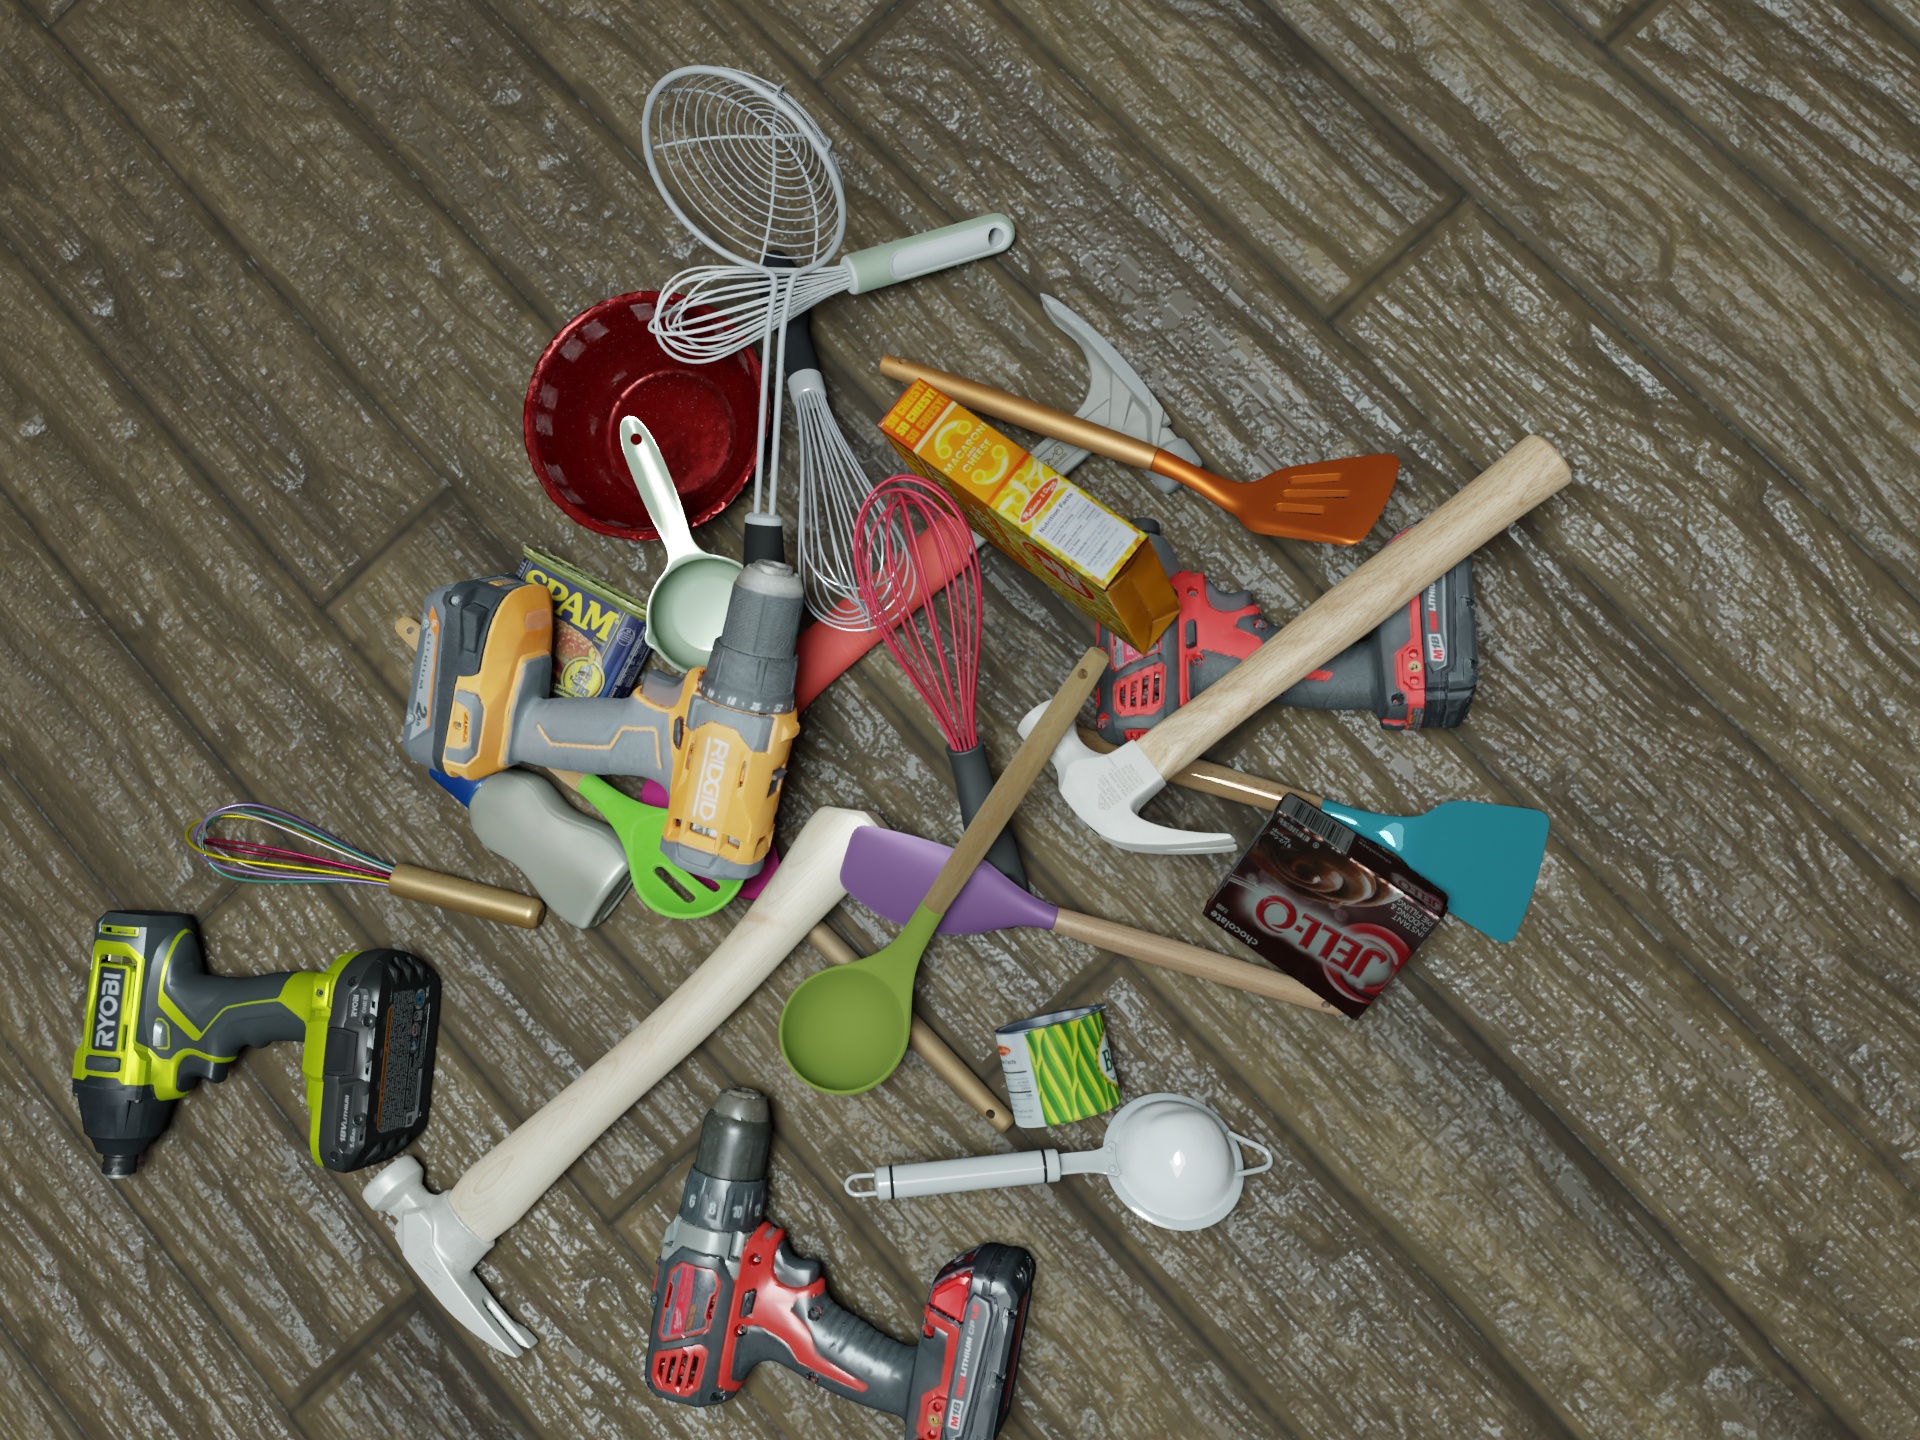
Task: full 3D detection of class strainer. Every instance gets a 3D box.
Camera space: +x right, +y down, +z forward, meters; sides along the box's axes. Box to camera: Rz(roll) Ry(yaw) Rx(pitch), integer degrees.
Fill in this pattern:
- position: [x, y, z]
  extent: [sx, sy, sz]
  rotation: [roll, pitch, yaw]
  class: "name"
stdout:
- position: [0.061, 0.261, 0.933]
  extent: [0.258, 0.050, 0.087]
  rotation: [-5, 51, -5]
  class: "strainer"

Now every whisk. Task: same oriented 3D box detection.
- position: [-0.090, -0.180, 0.991]
  extent: [0.070, 0.070, 0.285]
  rotation: [-19, 67, 6]
  class: "whisk"
- position: [-0.391, 0.101, 1.039]
  extent: [0.245, 0.047, 0.051]
  rotation: [14, 86, 6]
  class: "whisk"
- position: [-0.001, -0.003, 0.933]
  extent: [0.073, 0.073, 0.295]
  rotation: [-12, 113, 7]
  class: "whisk"
- position: [-0.076, -0.275, 0.989]
  extent: [0.246, 0.059, 0.057]
  rotation: [-21, 123, -16]
  class: "whisk"

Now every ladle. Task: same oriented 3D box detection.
- position: [-0.008, 0.090, 0.913]
  extent: [0.078, 0.062, 0.320]
  rotation: [39, 113, 16]
  class: "ladle"

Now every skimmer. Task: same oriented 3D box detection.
- position: [-0.127, -0.173, 0.906]
  extent: [0.127, 0.090, 0.363]
  rotation: [11, 105, 28]
  class: "skimmer"

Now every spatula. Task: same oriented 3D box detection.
- position: [0.194, 0.050, 0.972]
  extent: [0.317, 0.044, 0.082]
  rotation: [17, 89, 14]
  class: "spatula"
- position: [0.081, 0.129, 0.959]
  extent: [0.316, 0.018, 0.059]
  rotation: [16, 109, -1]
  class: "spatula"
- position: [0.096, -0.171, 0.950]
  extent: [0.323, 0.041, 0.081]
  rotation: [22, 55, 15]
  class: "spatula"

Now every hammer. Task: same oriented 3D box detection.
- position: [-0.030, -0.104, 1.007]
  extent: [0.359, 0.036, 0.149]
  rotation: [-40, 81, 3]
  class: "hammer"
- position: [-0.188, 0.213, 0.993]
  extent: [0.410, 0.038, 0.146]
  rotation: [-44, 81, 6]
  class: "hammer"
- position: [0.199, -0.044, 0.888]
  extent: [0.331, 0.031, 0.130]
  rotation: [-37, 68, 3]
  class: "hammer"

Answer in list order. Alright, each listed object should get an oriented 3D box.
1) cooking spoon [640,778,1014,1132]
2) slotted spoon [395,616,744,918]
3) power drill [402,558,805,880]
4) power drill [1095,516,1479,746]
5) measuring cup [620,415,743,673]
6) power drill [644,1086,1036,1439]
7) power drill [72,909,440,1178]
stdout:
- position: [-0.084, 0.141, 1.004]
  extent: [0.319, 0.017, 0.069]
  rotation: [44, 96, 9]
  class: "cooking spoon"
- position: [-0.254, 0.023, 1.013]
  extent: [0.314, 0.031, 0.070]
  rotation: [37, 75, 19]
  class: "slotted spoon"
- position: [-0.200, -0.024, 0.932]
  extent: [0.226, 0.084, 0.185]
  rotation: [17, 105, 12]
  class: "power drill"
- position: [0.189, -0.058, 0.950]
  extent: [0.219, 0.078, 0.143]
  rotation: [-2, 73, 12]
  class: "power drill"
- position: [-0.172, -0.107, 0.981]
  extent: [0.083, 0.038, 0.167]
  rotation: [-22, 98, -5]
  class: "measuring cup"
- position: [-0.073, 0.334, 0.961]
  extent: [0.227, 0.080, 0.188]
  rotation: [10, 87, 12]
  class: "power drill"
- position: [-0.460, 0.216, 1.025]
  extent: [0.223, 0.080, 0.171]
  rotation: [3, 85, 12]
  class: "power drill"
